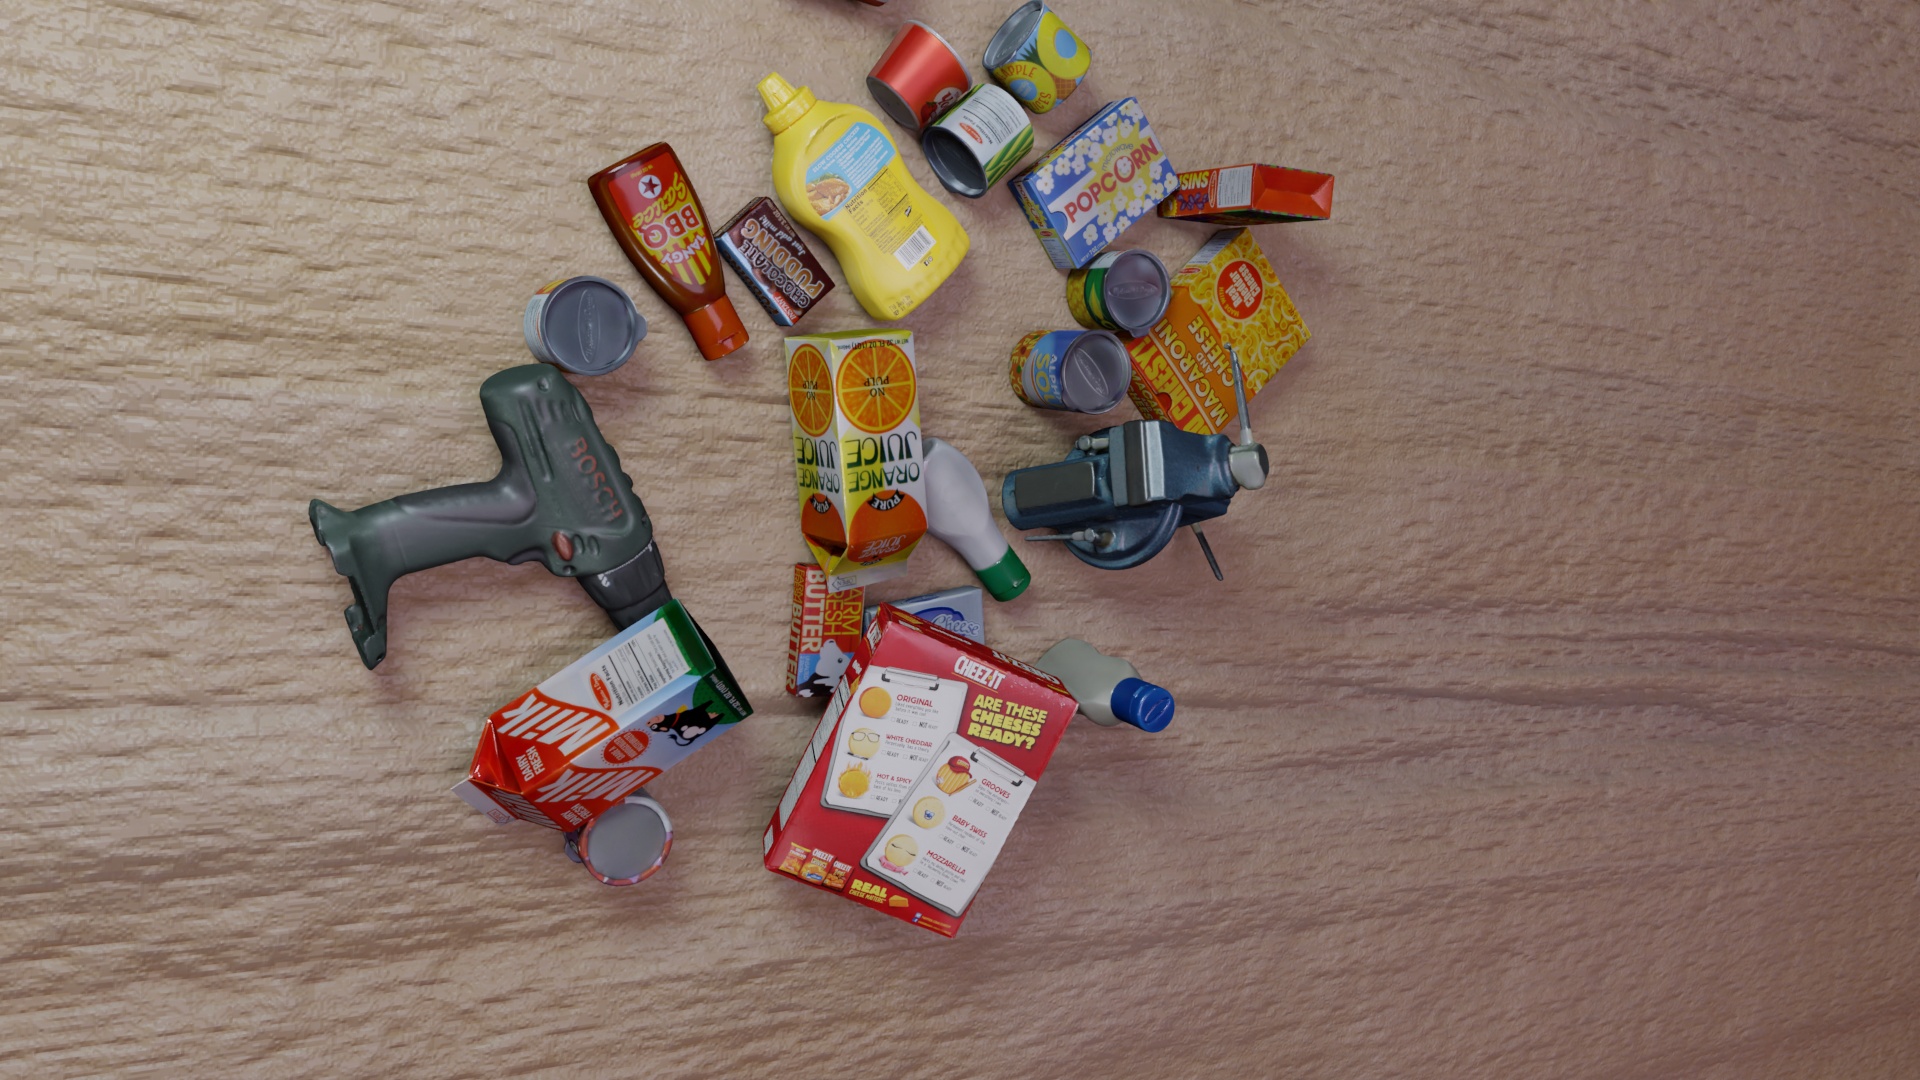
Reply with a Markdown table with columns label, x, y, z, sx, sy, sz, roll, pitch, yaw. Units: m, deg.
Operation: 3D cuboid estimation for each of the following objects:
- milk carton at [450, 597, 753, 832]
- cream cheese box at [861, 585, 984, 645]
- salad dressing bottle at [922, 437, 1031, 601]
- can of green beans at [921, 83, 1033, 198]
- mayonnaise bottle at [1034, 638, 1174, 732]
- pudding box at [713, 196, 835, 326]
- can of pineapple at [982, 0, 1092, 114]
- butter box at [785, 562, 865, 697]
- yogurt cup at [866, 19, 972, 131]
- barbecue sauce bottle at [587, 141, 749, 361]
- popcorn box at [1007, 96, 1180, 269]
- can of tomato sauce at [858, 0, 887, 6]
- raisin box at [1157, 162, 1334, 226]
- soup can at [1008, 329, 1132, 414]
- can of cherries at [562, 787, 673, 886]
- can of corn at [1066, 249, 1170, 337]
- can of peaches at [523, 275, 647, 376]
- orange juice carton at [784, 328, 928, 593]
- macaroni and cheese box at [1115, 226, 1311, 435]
| label | x | y | z | sx | sy | sz | roll | pitch | yaw |
| --- | --- | --- | --- | --- | --- | --- | --- | --- | --- |
| milk carton | -0.248 | 0.131 | 0.951 | 0.191 | 0.074 | 0.072 | -33 | 144 | -7 |
| cream cheese box | -0.030 | 0.072 | 1.117 | 0.104 | 0.024 | 0.053 | -11 | 102 | -27 |
| salad dressing bottle | 0.004 | -0.014 | 1.113 | 0.064 | 0.044 | 0.147 | -45 | 117 | -18 |
| can of green beans | 0.014 | -0.305 | 1.062 | 0.058 | 0.071 | 0.071 | -46 | 116 | -18 |
| mayonnaise bottle | 0.116 | 0.122 | 1.134 | 0.065 | 0.148 | 0.041 | -43 | 115 | -16 |
| pudding box | -0.137 | -0.203 | 1.015 | 0.050 | 0.030 | 0.083 | -45 | 115 | -15 |
| can of pineapple | 0.059 | -0.373 | 1.078 | 0.058 | 0.071 | 0.071 | 35 | 80 | -29 |
| butter box | -0.104 | 0.069 | 1.076 | 0.053 | 0.024 | 0.103 | 1 | 97 | -30 |
| yogurt cup | -0.033 | -0.343 | 1.034 | 0.054 | 0.072 | 0.072 | -48 | 117 | -5 |
| barbecue sauce bottle | -0.198 | -0.199 | 0.974 | 0.065 | 0.043 | 0.148 | -35 | 113 | -21 |
| popcorn box | 0.110 | -0.292 | 1.135 | 0.127 | 0.038 | 0.085 | -42 | 116 | -18 |
| can of tomato sauce | -0.088 | -0.426 | 0.991 | 0.083 | 0.071 | 0.071 | 7 | 94 | -30 |
| raisin box | 0.235 | -0.287 | 1.155 | 0.086 | 0.123 | 0.040 | -2 | 99 | -29 |
| soup can | 0.085 | -0.135 | 1.117 | 0.071 | 0.084 | 0.071 | -4 | 99 | -28 |
| can of cherries | -0.247 | 0.210 | 0.997 | 0.071 | 0.058 | 0.071 | -5 | 99 | -29 |
| can of corn | 0.130 | -0.203 | 1.146 | 0.071 | 0.058 | 0.071 | -5 | 100 | -29 |
| can of peaches | -0.255 | -0.145 | 0.942 | 0.071 | 0.058 | 0.071 | -4 | 99 | -29 |
| orange juice carton | -0.076 | -0.060 | 1.042 | 0.072 | 0.073 | 0.192 | -11 | 103 | -34 |
| macaroni and cheese box | 0.216 | -0.173 | 1.209 | 0.167 | 0.040 | 0.123 | -46 | 115 | -16 |
